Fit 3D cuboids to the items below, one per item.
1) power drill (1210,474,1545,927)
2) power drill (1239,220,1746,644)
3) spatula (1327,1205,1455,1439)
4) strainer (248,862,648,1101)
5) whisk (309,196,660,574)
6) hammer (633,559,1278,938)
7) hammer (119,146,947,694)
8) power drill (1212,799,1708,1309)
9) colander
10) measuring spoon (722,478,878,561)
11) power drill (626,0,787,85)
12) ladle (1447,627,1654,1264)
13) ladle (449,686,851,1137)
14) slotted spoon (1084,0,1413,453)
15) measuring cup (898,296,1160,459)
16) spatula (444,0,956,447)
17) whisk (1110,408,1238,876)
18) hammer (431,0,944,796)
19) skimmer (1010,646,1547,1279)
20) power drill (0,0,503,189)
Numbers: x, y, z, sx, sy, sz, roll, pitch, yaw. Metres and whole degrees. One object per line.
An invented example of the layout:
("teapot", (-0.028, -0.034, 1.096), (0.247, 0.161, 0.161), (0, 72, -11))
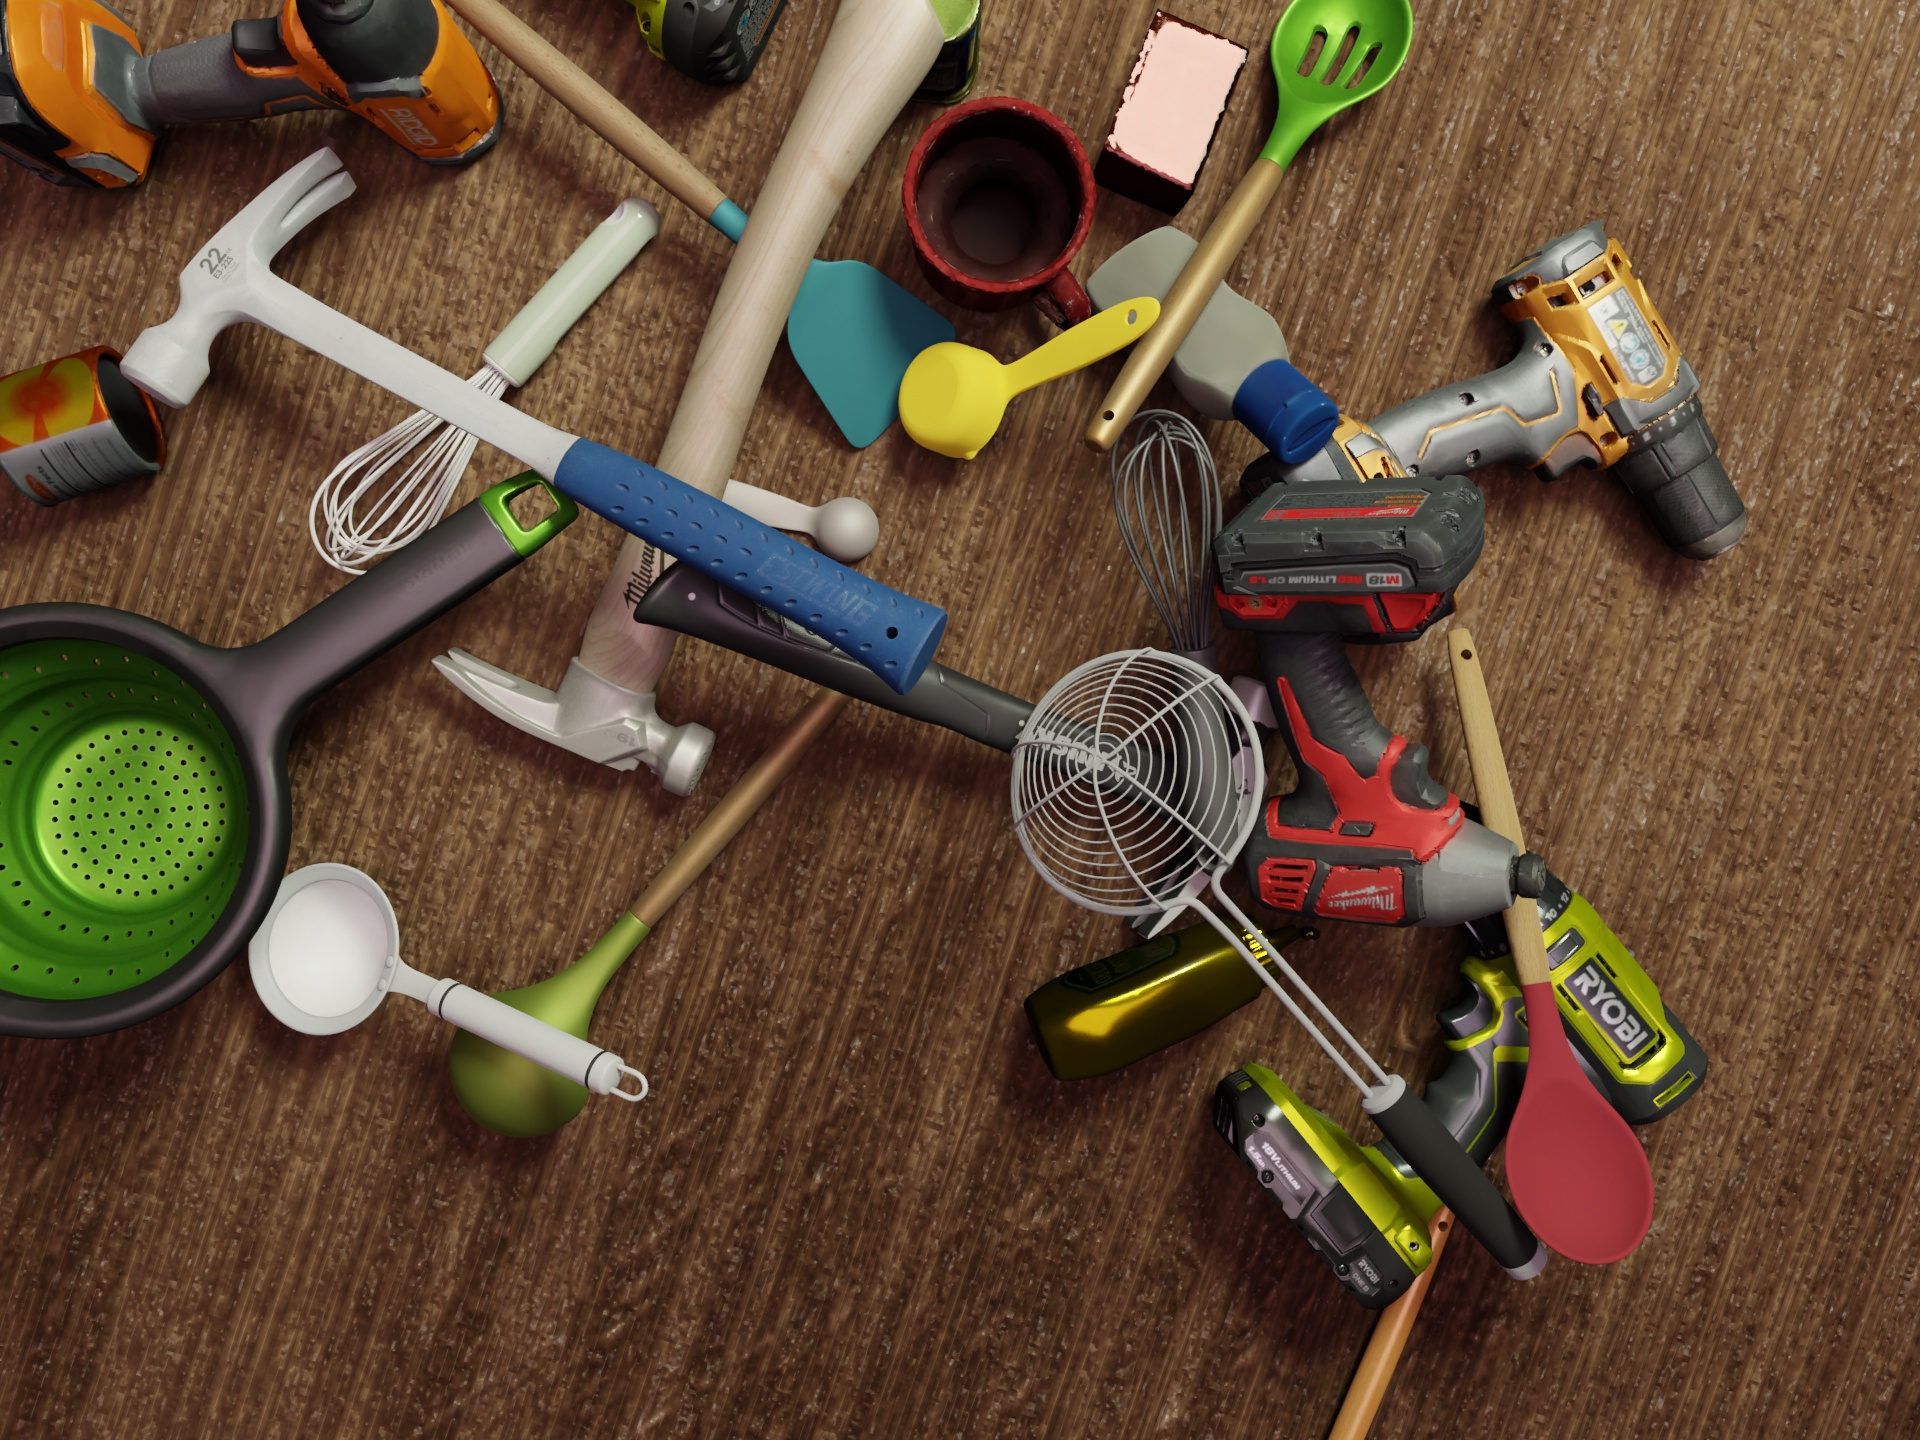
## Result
("power drill", (0.200, 0.001, 0.758), (0.143, 0.078, 0.219), (3, 118, 31))
("power drill", (0.283, -0.123, 0.821), (0.226, 0.084, 0.185), (-34, 95, -5))
("spatula", (0.199, 0.408, 0.870), (0.081, 0.041, 0.322), (25, 87, -4))
("strainer", (-0.261, 0.137, 0.791), (0.258, 0.050, 0.087), (19, 88, 21))
("whisk", (-0.239, -0.172, 0.812), (0.246, 0.058, 0.059), (-49, 128, -3))
("hammer", (-0.001, -0.003, 0.800), (0.334, 0.035, 0.146), (21, 92, -16))
("hammer", (-0.188, -0.130, 0.739), (0.405, 0.035, 0.144), (28, 80, 9))
("power drill", (0.247, 0.173, 0.834), (0.228, 0.080, 0.190), (-39, 89, -2))
("colander", (-0.356, 0.001, 0.788), (0.397, 0.094, 0.204), (-35, 92, -4))
("measuring spoon", (-0.103, -0.111, 0.831), (0.124, 0.018, 0.034), (14, 92, -3))
("power drill", (-0.185, -0.430, 0.784), (0.223, 0.080, 0.171), (26, 92, -1))
("ladle", (0.280, 0.105, 0.794), (0.069, 0.031, 0.315), (-8, 77, -2))
("ladle", (-0.148, 0.084, 0.833), (0.078, 0.062, 0.320), (40, 83, 6))
("slotted spoon", (0.139, -0.254, 0.786), (0.070, 0.031, 0.314), (26, 71, 17))
("measuring cup", (0.028, -0.176, 0.779), (0.029, 0.156, 0.062), (6, 73, -46))
("spatula", (-0.143, -0.268, 0.795), (0.317, 0.044, 0.082), (39, 90, -8))
("whisk", (0.111, -0.034, 0.786), (0.055, 0.055, 0.239), (-10, 104, -2))
("hammer", (-0.123, -0.169, 0.775), (0.146, 0.038, 0.410), (24, 104, -3))
("skimmer", (0.165, 0.125, 0.776), (0.127, 0.090, 0.363), (-39, 101, 14))
("power drill", (-0.346, -0.309, 0.738), (0.226, 0.164, 0.084), (-3, 90, -1))
